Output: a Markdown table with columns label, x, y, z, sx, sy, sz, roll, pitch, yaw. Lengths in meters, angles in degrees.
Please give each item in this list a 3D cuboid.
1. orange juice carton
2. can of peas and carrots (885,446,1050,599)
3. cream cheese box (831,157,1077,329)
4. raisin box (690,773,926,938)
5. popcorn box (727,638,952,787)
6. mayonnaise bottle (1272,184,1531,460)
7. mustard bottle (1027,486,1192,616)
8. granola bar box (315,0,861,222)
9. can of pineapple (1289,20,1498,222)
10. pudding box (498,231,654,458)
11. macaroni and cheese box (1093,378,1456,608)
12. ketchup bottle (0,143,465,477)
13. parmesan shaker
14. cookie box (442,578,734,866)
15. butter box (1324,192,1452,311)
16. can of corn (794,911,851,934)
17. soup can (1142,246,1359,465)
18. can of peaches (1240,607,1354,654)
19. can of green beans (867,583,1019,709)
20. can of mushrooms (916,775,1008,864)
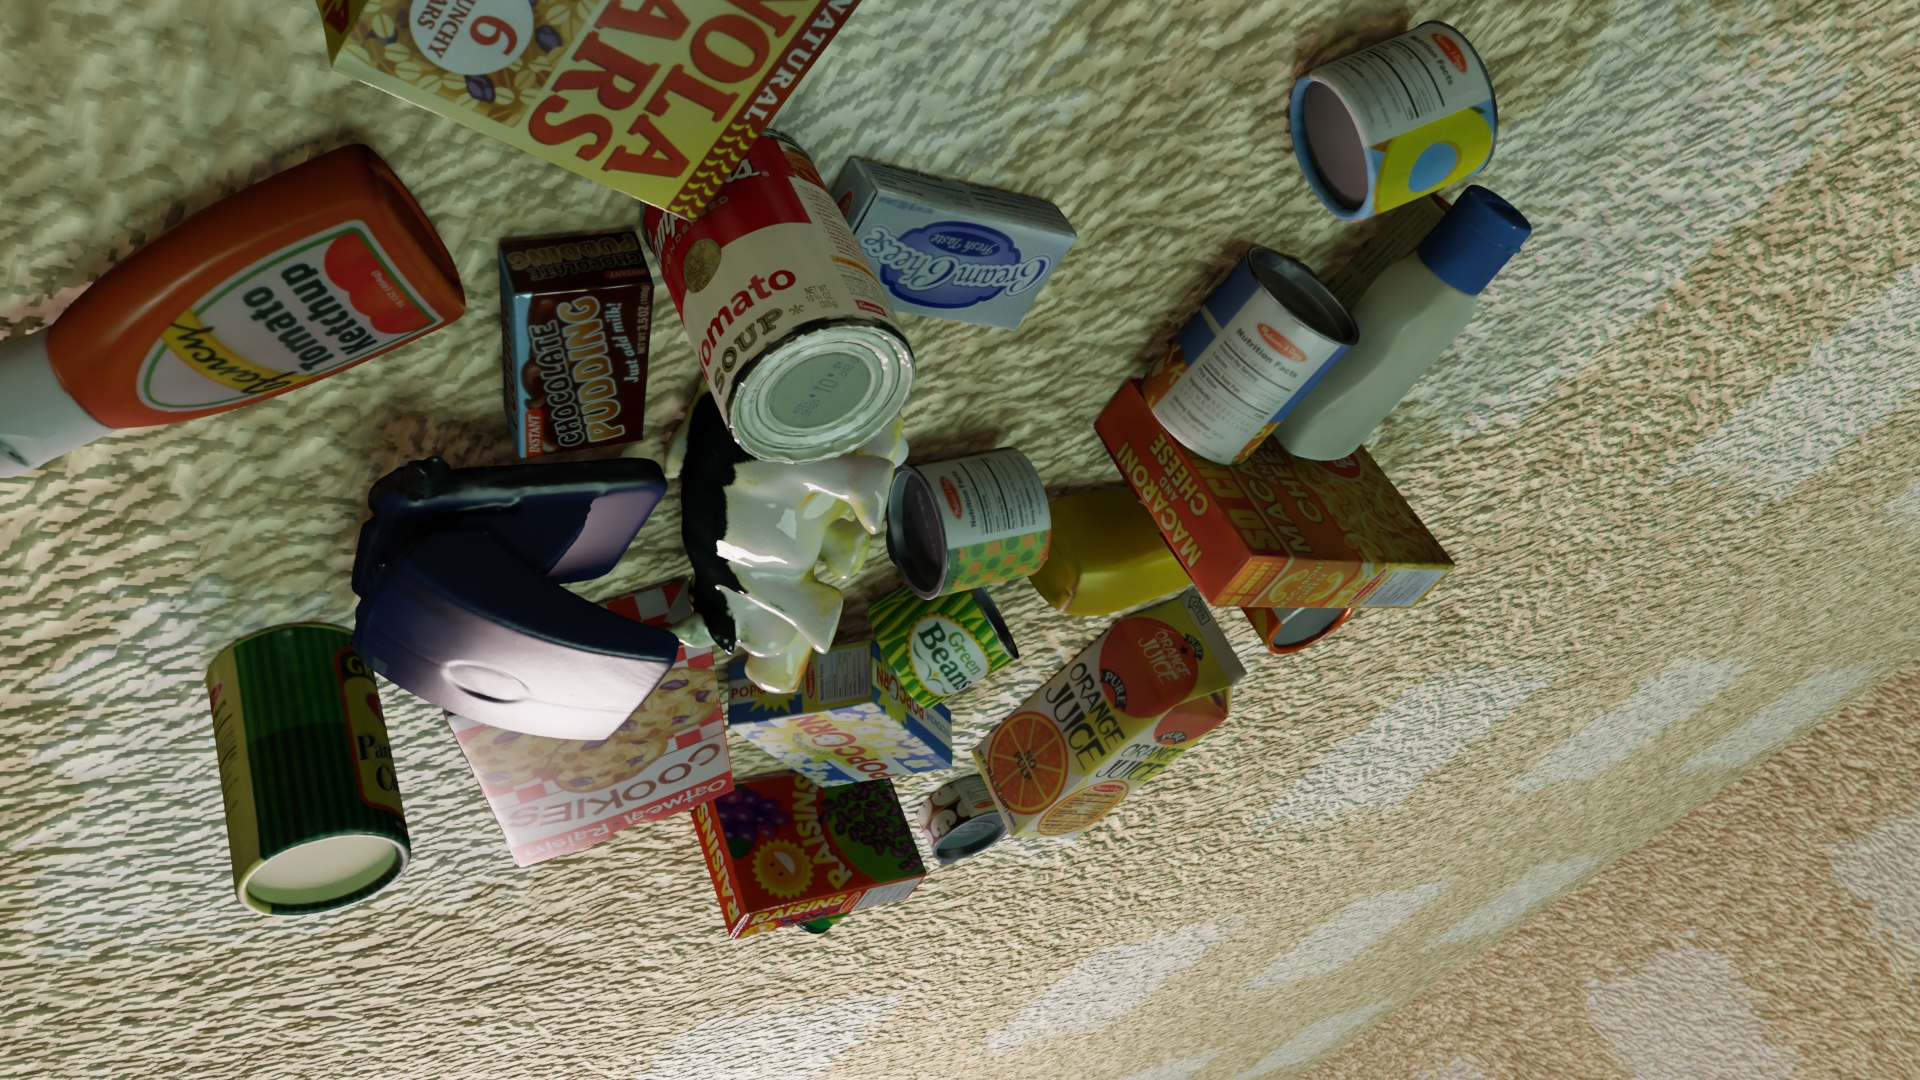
| label | x | y | z | sx | sy | sz | roll | pitch | yaw |
| --- | --- | --- | --- | --- | --- | --- | --- | --- | --- |
| orange juice carton | 0.104 | 0.117 | 0.924 | 0.073 | 0.072 | 0.192 | 15 | 129 | -48 |
| can of peas and carrots | 0.002 | -0.008 | 0.676 | 0.059 | 0.071 | 0.070 | -12 | 145 | -25 |
| cream cheese box | -0.008 | -0.116 | 0.553 | 0.104 | 0.024 | 0.053 | 2 | 138 | -39 |
| raisin box | -0.094 | 0.189 | 0.863 | 0.124 | 0.086 | 0.039 | -4 | 146 | -33 |
| popcorn box | -0.064 | 0.100 | 0.779 | 0.085 | 0.038 | 0.126 | -11 | 152 | 16 |
| mayonnaise bottle | 0.212 | -0.103 | 0.675 | 0.065 | 0.041 | 0.147 | -5 | 141 | -43 |
| mustard bottle | 0.110 | 0.000 | 0.772 | 0.161 | 0.065 | 0.048 | -10 | 140 | -33 |
| granola bar box | -0.083 | -0.181 | 0.389 | 0.124 | 0.039 | 0.165 | 15 | 128 | -47 |
| can of pineapple | 0.177 | -0.171 | 0.574 | 0.058 | 0.071 | 0.070 | -23 | 148 | -6 |
| pudding box | -0.142 | -0.071 | 0.510 | 0.050 | 0.030 | 0.083 | -10 | 144 | -24 |
| macaroni and cheese box | 0.164 | -0.022 | 0.722 | 0.167 | 0.124 | 0.040 | 2 | 136 | -38 |
| ketchup bottle | -0.236 | -0.067 | 0.432 | 0.149 | 0.044 | 0.064 | -25 | 148 | -3 |
| parmesan shaker | -0.272 | 0.097 | 0.581 | 0.071 | 0.103 | 0.071 | -20 | 147 | -13 |
| cookie box | -0.185 | 0.098 | 0.709 | 0.123 | 0.040 | 0.166 | -17 | 147 | -16 |
| butter box | 0.214 | -0.127 | 0.705 | 0.053 | 0.024 | 0.103 | 13 | 130 | -46 |
| can of corn | -0.087 | 0.219 | 0.932 | 0.058 | 0.071 | 0.071 | -39 | 146 | 17 |
| soup can | 0.138 | -0.088 | 0.665 | 0.071 | 0.071 | 0.083 | 5 | 137 | -41 |
| can of peaches | 0.214 | 0.033 | 0.900 | 0.071 | 0.058 | 0.071 | -19 | 147 | -13 |
| can of green beans | -0.009 | 0.049 | 0.746 | 0.058 | 0.071 | 0.071 | -30 | 148 | 5 |
| can of mushrooms | 0.003 | 0.202 | 1.005 | 0.071 | 0.033 | 0.070 | -20 | 148 | -13 |
